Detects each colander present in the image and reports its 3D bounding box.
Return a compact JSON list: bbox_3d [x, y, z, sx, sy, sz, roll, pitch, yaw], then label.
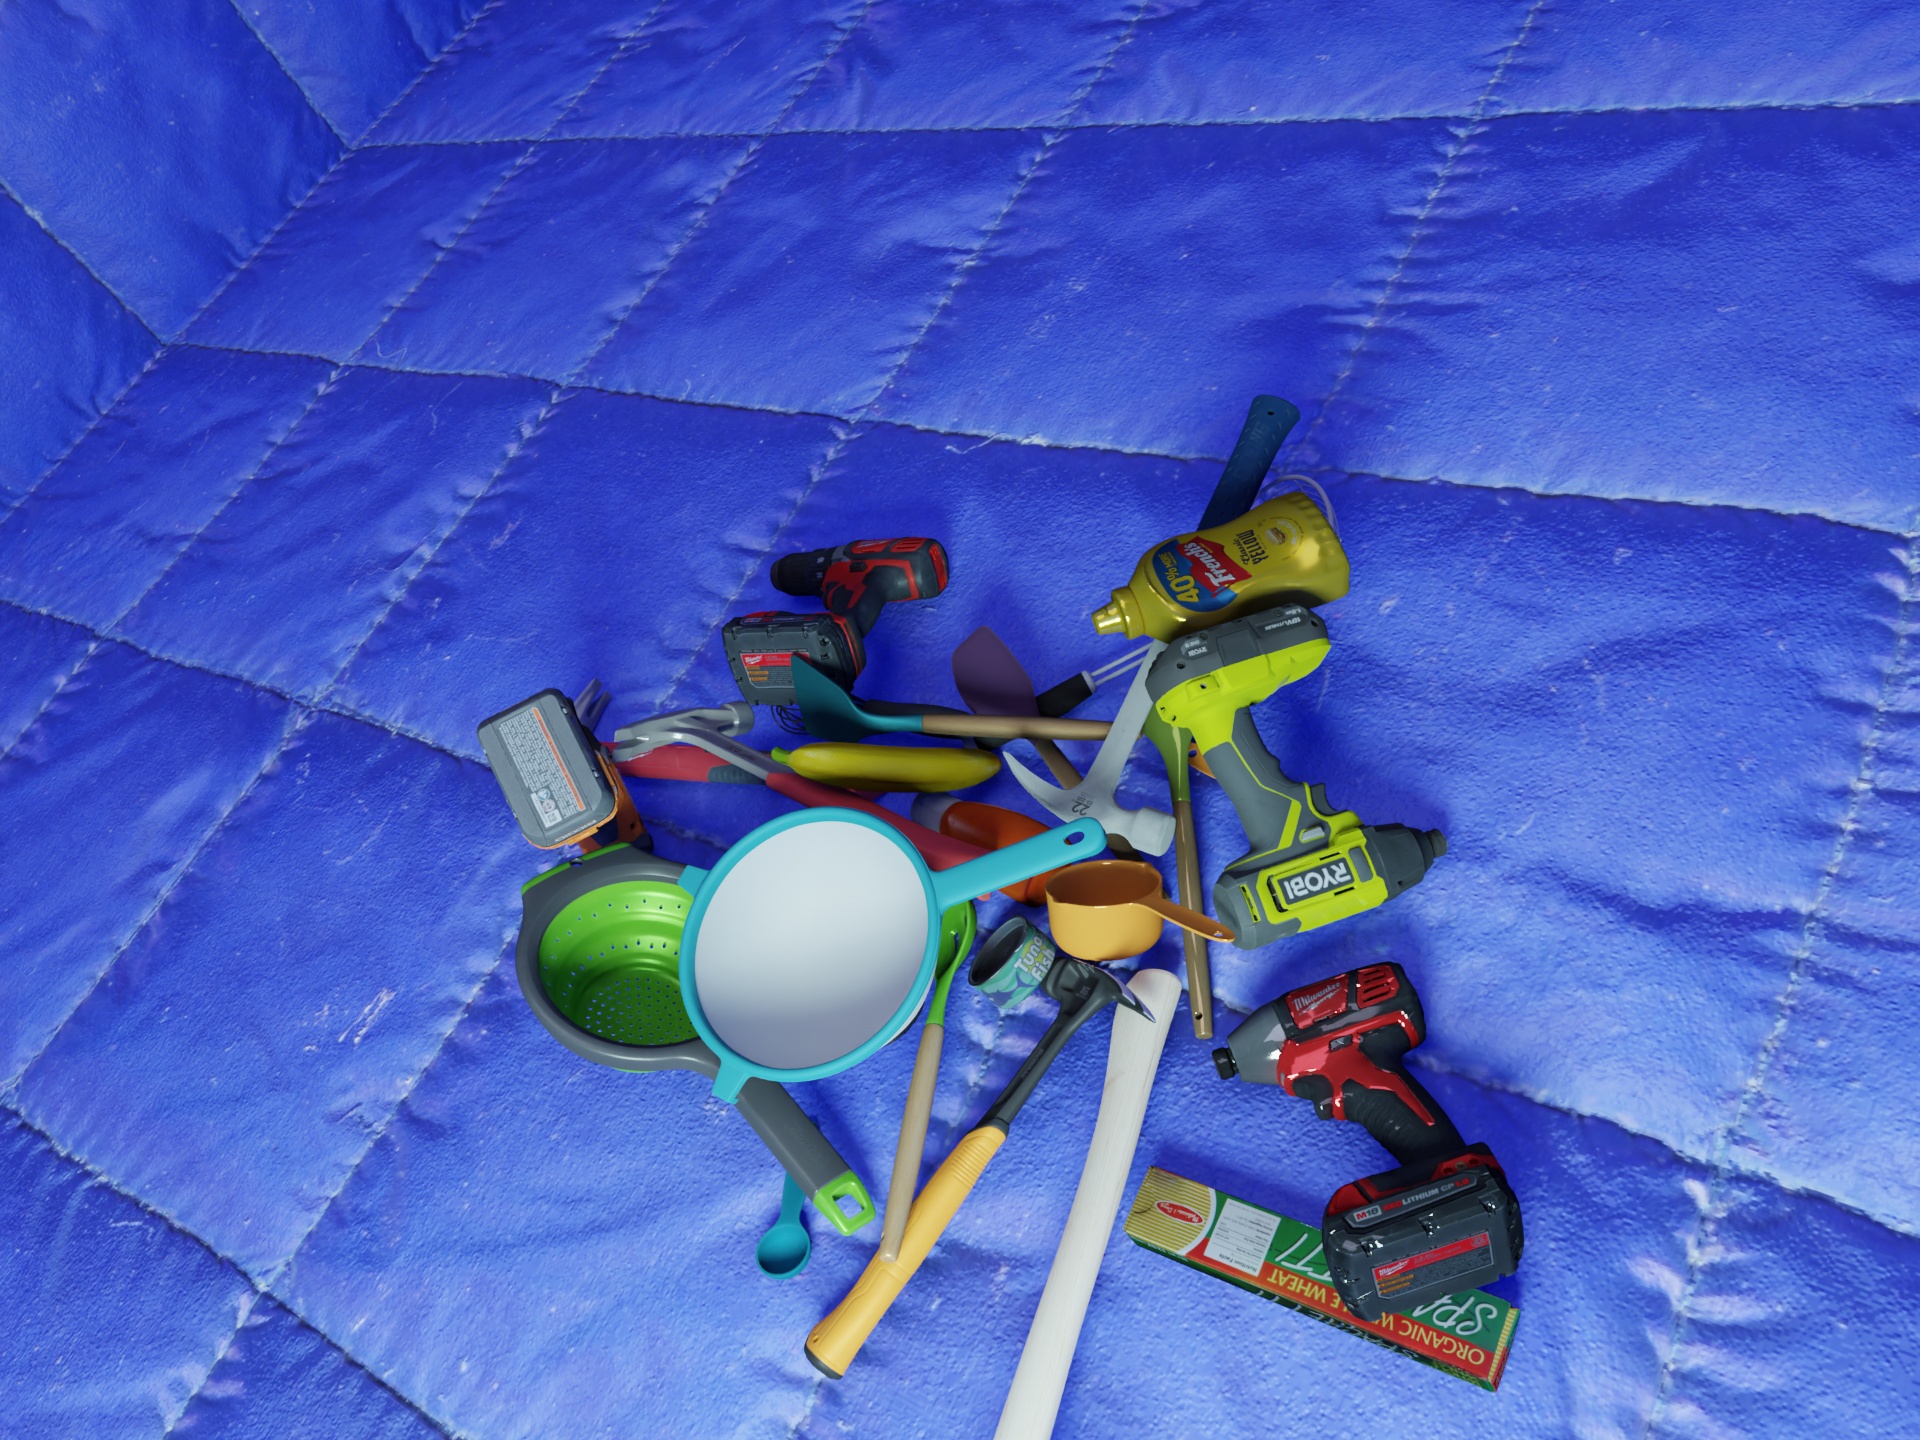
[{"bbox_3d":[-0.204,0.266,1.251,0.204,0.094,0.397,-23,54,-36],"label":"colander"}]

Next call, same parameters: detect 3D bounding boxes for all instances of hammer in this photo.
[{"bbox_3d":[-0.120,0.064,1.315,0.359,0.036,0.149,24,26,33],"label":"hammer"},{"bbox_3d":[-0.230,0.029,1.493,0.386,0.038,0.143,2,54,29],"label":"hammer"},{"bbox_3d":[0.085,0.344,1.039,0.146,0.038,0.411,-31,30,51],"label":"hammer"},{"bbox_3d":[0.007,0.314,1.117,0.337,0.034,0.127,-52,19,-12],"label":"hammer"},{"bbox_3d":[0.172,-0.092,1.271,0.144,0.035,0.406,19,70,23],"label":"hammer"}]

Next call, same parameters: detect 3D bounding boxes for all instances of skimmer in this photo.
[{"bbox_3d":[0.153,-0.079,1.340,0.363,0.090,0.127,-28,47,5],"label":"skimmer"}]

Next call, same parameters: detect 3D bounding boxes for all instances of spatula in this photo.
[{"bbox_3d":[-0.002,-0.004,1.320,0.317,0.082,0.044,3,32,20],"label":"spatula"},{"bbox_3d":[0.079,0.037,1.305,0.060,0.018,0.316,-44,55,11],"label":"spatula"}]

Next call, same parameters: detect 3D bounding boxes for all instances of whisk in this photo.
[{"bbox_3d":[-0.080,-0.005,1.420,0.239,0.055,0.055,7,58,37],"label":"whisk"}]

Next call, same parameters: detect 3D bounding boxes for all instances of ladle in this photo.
[{"bbox_3d":[0.178,0.093,1.226,0.078,0.062,0.320,-18,56,26],"label":"ladle"}]

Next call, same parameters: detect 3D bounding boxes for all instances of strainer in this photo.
[{"bbox_3d":[-0.042,0.155,1.199,0.340,0.095,0.211,-22,59,9],"label":"strainer"}]

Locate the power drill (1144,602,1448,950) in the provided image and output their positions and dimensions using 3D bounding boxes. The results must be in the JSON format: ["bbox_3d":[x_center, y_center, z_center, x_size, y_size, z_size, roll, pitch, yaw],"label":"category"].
[{"bbox_3d":[0.240,0.037,1.156,0.171,0.080,0.223,-17,75,-10],"label":"power drill"}]

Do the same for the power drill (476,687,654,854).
[{"bbox_3d":[-0.341,0.045,1.377,0.084,0.226,0.164,-27,79,-5],"label":"power drill"}]

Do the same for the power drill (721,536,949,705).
[{"bbox_3d":[-0.133,-0.103,1.485,0.188,0.080,0.227,0,31,28],"label":"power drill"}]

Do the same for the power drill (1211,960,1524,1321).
[{"bbox_3d":[0.252,0.256,1.009,0.143,0.078,0.220,-19,36,3],"label":"power drill"}]

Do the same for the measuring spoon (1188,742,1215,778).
[{"bbox_3d":[0.217,0.044,1.266,0.117,0.011,0.021,30,79,44],"label":"measuring spoon"}]

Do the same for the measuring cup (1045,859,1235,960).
[{"bbox_3d":[0.135,0.153,1.159,0.095,0.052,0.174,-18,23,-34],"label":"measuring cup"}]

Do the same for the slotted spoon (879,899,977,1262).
[{"bbox_3d":[-0.024,0.251,1.177,0.070,0.031,0.314,-51,19,44],"label":"slotted spoon"}]

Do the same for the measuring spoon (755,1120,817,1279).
[{"bbox_3d":[-0.121,0.360,1.189,0.042,0.021,0.129,-6,42,16],"label":"measuring spoon"}]
